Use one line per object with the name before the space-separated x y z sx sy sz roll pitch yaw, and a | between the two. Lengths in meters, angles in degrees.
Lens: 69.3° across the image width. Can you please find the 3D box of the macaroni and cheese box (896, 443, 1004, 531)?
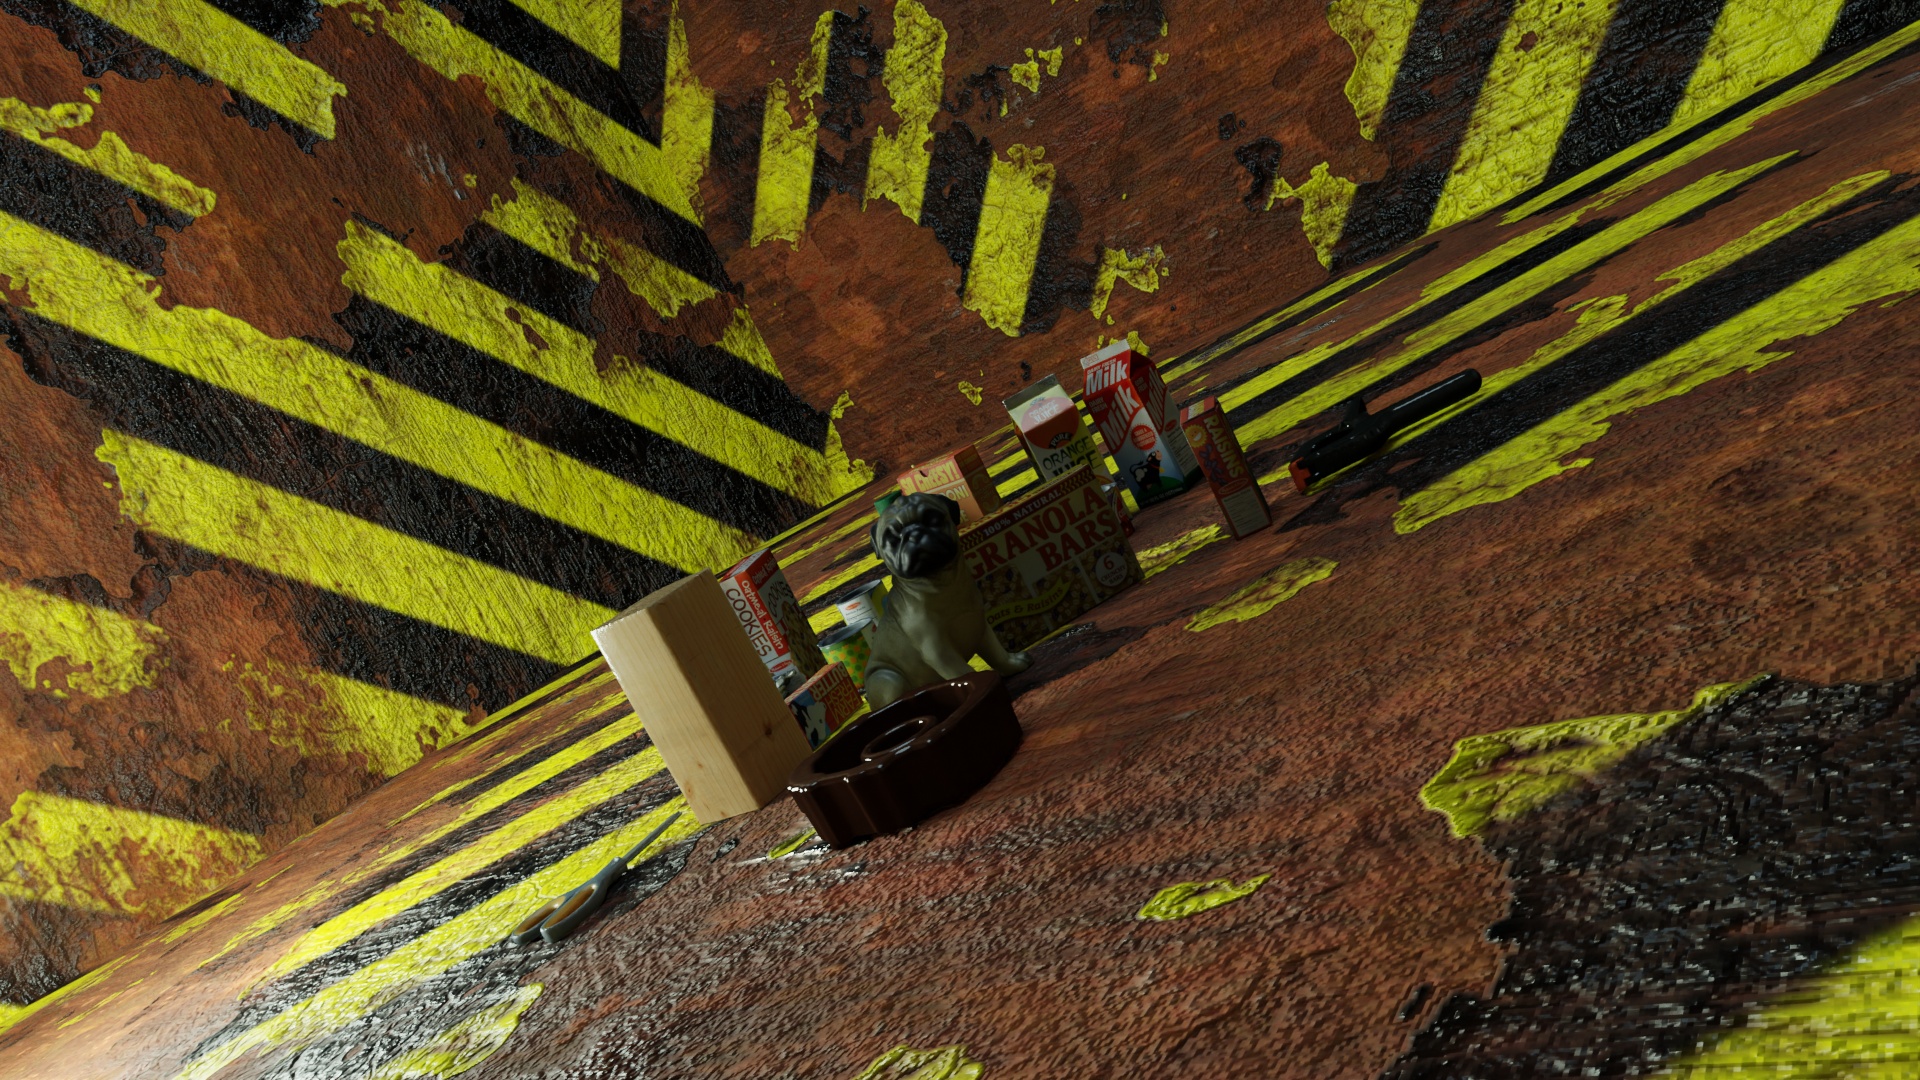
macaroni and cheese box | 0.006 -0.021 1.647 0.040 0.166 0.123 -33 10 -36

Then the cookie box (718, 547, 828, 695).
cookie box | -0.212 0.100 1.603 0.040 0.167 0.123 -27 8 9

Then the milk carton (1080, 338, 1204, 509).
milk carton | 0.212 -0.143 1.651 0.072 0.190 0.074 -22 10 38

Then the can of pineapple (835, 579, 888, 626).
can of pineapple | -0.114 0.088 1.743 0.071 0.058 0.071 -27 8 4

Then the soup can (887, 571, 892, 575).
soup can | -0.033 0.057 1.583 0.071 0.083 0.071 -27 8 4

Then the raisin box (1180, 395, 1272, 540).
raisin box | 0.251 -0.071 1.312 0.040 0.123 0.086 -26 8 15

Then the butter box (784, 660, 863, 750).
butter box | -0.139 0.164 1.369 0.024 0.053 0.104 -23 9 32

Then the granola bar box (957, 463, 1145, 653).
granola bar box | 0.076 0.019 1.318 0.166 0.124 0.039 -29 8 -12

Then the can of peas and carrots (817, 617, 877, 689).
can of peas and carrots | -0.114 0.125 1.509 0.071 0.058 0.071 -27 8 4

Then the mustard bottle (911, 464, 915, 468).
mustard bottle | -0.027 -0.028 1.821 0.065 0.160 0.048 -32 9 -30

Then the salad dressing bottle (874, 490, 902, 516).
salad dressing bottle | -0.059 0.010 1.733 0.044 0.147 0.064 -21 10 40

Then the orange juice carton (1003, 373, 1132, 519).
orange juice carton | 0.124 -0.096 1.641 0.072 0.192 0.073 -28 8 -3

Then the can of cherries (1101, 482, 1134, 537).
can of cherries | 0.157 -0.024 1.561 0.071 0.058 0.071 -27 8 4
